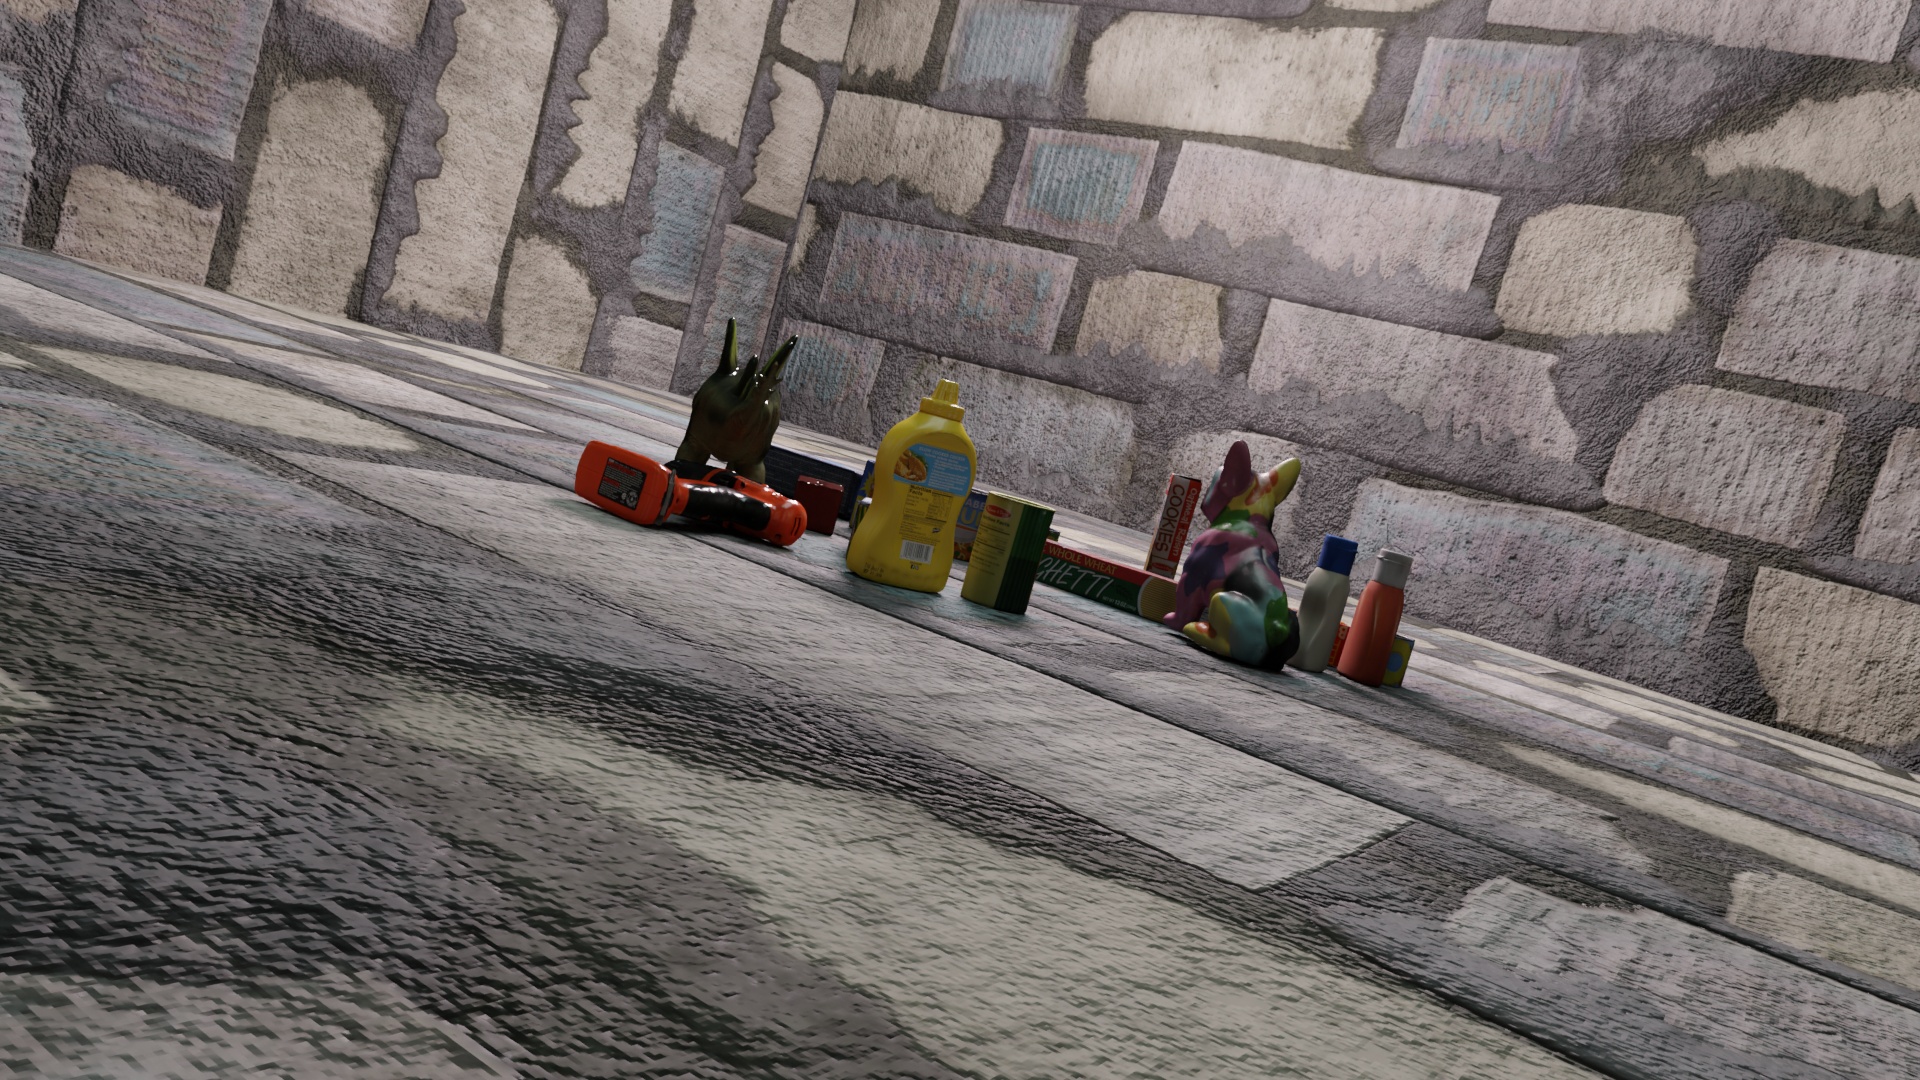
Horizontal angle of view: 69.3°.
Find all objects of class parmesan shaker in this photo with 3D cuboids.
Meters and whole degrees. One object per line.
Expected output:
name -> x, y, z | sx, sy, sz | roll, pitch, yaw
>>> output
parmesan shaker -> 0.043, 0.011, 1.314 | 0.071, 0.103, 0.071 | 16, 5, -1

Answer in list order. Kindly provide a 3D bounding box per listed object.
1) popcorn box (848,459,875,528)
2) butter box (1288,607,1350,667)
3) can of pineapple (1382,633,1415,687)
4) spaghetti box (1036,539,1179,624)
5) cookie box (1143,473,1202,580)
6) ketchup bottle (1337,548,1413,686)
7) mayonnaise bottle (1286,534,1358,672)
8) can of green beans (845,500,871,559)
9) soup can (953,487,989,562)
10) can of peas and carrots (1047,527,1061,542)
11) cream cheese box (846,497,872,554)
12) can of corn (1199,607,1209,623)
popcorn box -> -0.085, -0.050, 1.689 | 0.038, 0.085, 0.127 | 17, 5, 20
butter box -> 0.394, 0.109, 1.608 | 0.103, 0.053, 0.024 | 15, 4, -7
can of pineapple -> 0.484, 0.132, 1.600 | 0.071, 0.058, 0.071 | 16, 5, -1
spaghetti box -> 0.152, 0.042, 1.615 | 0.250, 0.050, 0.029 | 19, 5, 30
cookie box -> 0.266, -0.002, 1.768 | 0.040, 0.167, 0.123 | 16, 5, 6
ketchup bottle -> 0.462, 0.084, 1.541 | 0.043, 0.148, 0.065 | 15, 5, -10
mayonnaise bottle -> 0.394, 0.068, 1.512 | 0.041, 0.148, 0.065 | 19, 6, 38
can of green beans -> -0.073, -0.001, 1.348 | 0.071, 0.057, 0.071 | 16, 5, -1
soup can -> 0.006, -0.021, 1.653 | 0.071, 0.083, 0.071 | 16, 5, -1
can of peas and carrots -> 0.086, 0.008, 1.730 | 0.071, 0.058, 0.071 | 16, 5, -1
cream cheese box -> -0.097, -0.013, 1.429 | 0.024, 0.053, 0.104 | 16, 5, -1
can of corn -> 0.297, 0.079, 1.604 | 0.071, 0.058, 0.071 | 16, 5, -1
